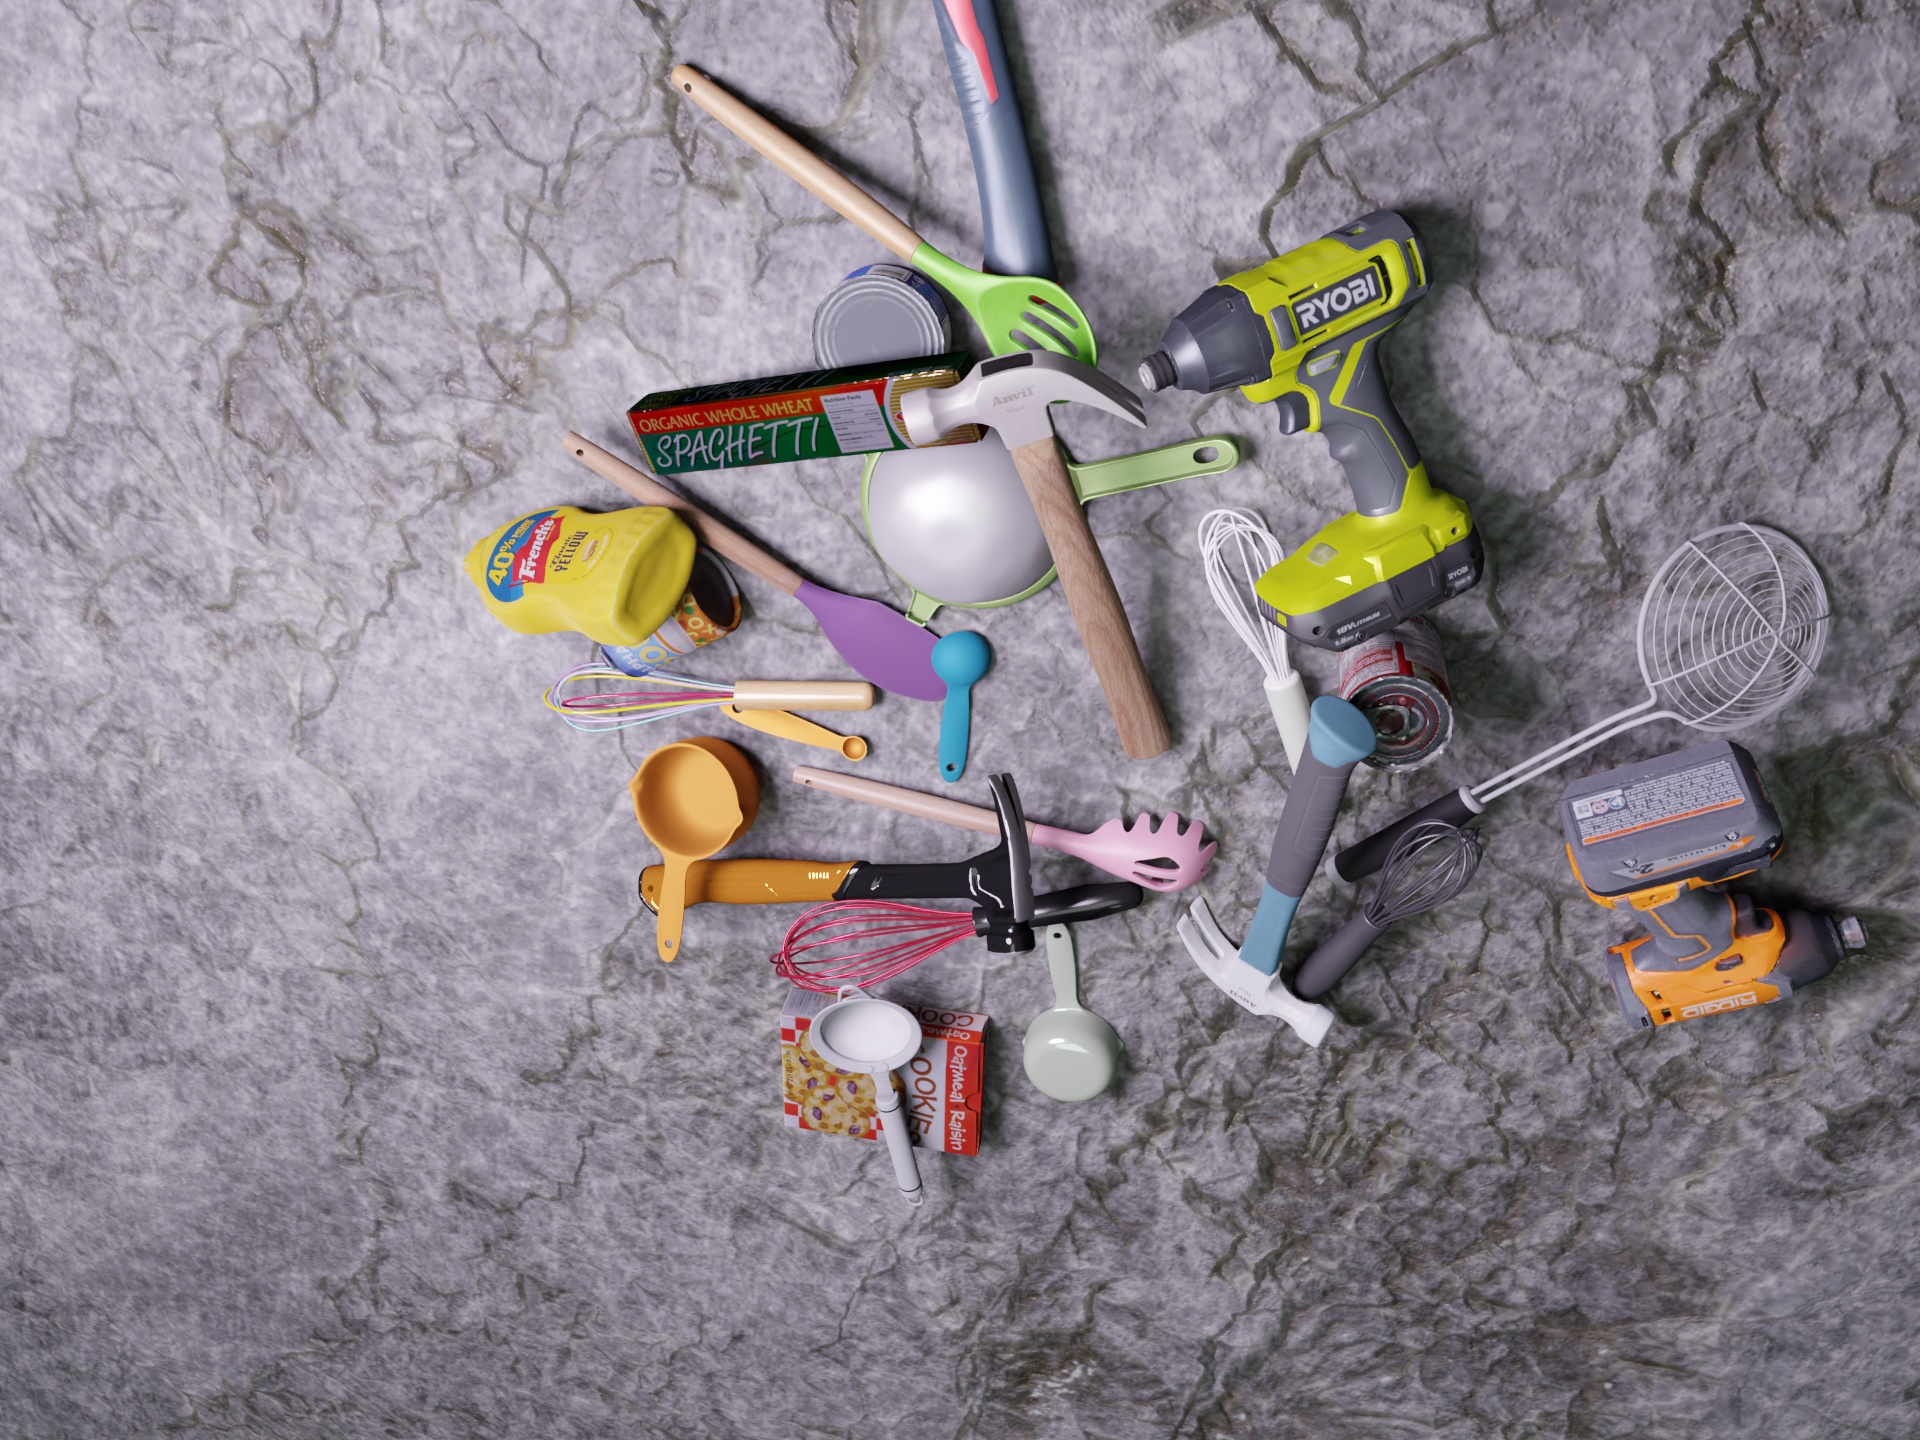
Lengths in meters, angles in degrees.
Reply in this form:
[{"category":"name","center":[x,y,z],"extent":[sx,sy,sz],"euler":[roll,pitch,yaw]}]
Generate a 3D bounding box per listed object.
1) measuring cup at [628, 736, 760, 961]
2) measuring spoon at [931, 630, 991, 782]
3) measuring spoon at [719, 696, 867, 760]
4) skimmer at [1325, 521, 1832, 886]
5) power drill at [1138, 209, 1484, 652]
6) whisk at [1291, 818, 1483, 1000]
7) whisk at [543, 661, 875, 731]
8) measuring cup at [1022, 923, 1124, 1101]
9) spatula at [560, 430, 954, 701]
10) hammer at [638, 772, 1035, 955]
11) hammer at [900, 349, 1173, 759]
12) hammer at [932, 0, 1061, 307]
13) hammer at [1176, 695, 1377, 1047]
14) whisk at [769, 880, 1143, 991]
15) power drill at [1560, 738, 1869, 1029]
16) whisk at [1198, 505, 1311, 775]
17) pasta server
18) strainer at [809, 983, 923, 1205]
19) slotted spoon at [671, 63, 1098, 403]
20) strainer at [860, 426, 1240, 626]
[{"category":"measuring cup","center":[-0.200,0.095,1.195],"extent":[0.095,0.052,0.173],"euler":[15,107,17]},{"category":"measuring spoon","center":[-0.002,-0.004,1.131],"extent":[0.042,0.021,0.128],"euler":[1,123,-7]},{"category":"measuring spoon","center":[-0.123,0.004,1.175],"extent":[0.117,0.011,0.021],"euler":[19,111,5]},{"category":"skimmer","center":[0.390,0.007,1.051],"extent":[0.127,0.090,0.363],"euler":[40,130,-15]},{"category":"power drill","center":[0.211,-0.162,0.938],"extent":[0.171,0.080,0.223],"euler":[-26,114,-4]},{"category":"whisk","center":[0.291,0.140,1.113],"extent":[0.055,0.055,0.238],"euler":[24,140,-2]},{"category":"whisk","center":[-0.184,-0.015,1.153],"extent":[0.245,0.047,0.051],"euler":[1,94,7]},{"category":"measuring cup","center":[0.081,0.231,1.242],"extent":[0.083,0.038,0.167],"euler":[-1,122,13]},{"category":"spatula","center":[-0.135,-0.104,1.094],"extent":[0.315,0.018,0.059],"euler":[33,120,-15]},{"category":"hammer","center":[-0.102,0.111,1.182],"extent":[0.337,0.034,0.127],"euler":[-5,90,28]},{"category":"hammer","center":[0.081,-0.092,1.004],"extent":[0.130,0.031,0.331],"euler":[-16,134,12]},{"category":"hammer","center":[0.011,-0.424,0.879],"extent":[0.143,0.038,0.386],"euler":[-10,117,16]},{"category":"hammer","center":[0.223,0.102,1.071],"extent":[0.128,0.033,0.330],"euler":[30,145,21]},{"category":"whisk","center":[-0.006,0.157,1.210],"extent":[0.296,0.073,0.073],"euler":[-12,117,12]},{"category":"power drill","center":[0.493,0.114,1.038],"extent":[0.164,0.084,0.226],"euler":[-19,133,21]},{"category":"whisk","center":[0.211,-0.034,1.061],"extent":[0.059,0.058,0.246],"euler":[10,133,48]},{"category":"pasta server","center":[0.030,0.073,1.172],"extent":[0.316,0.040,0.060],"euler":[13,122,9]},{"category":"strainer","center":[-0.061,0.294,1.263],"extent":[0.087,0.050,0.258],"euler":[-8,120,7]},{"category":"slotted spoon","center":[-0.045,-0.296,0.945],"extent":[0.314,0.031,0.070],"euler":[37,133,3]},{"category":"strainer","center":[0.050,-0.137,1.017],"extent":[0.256,0.069,0.151],"euler":[-9,117,19]}]
